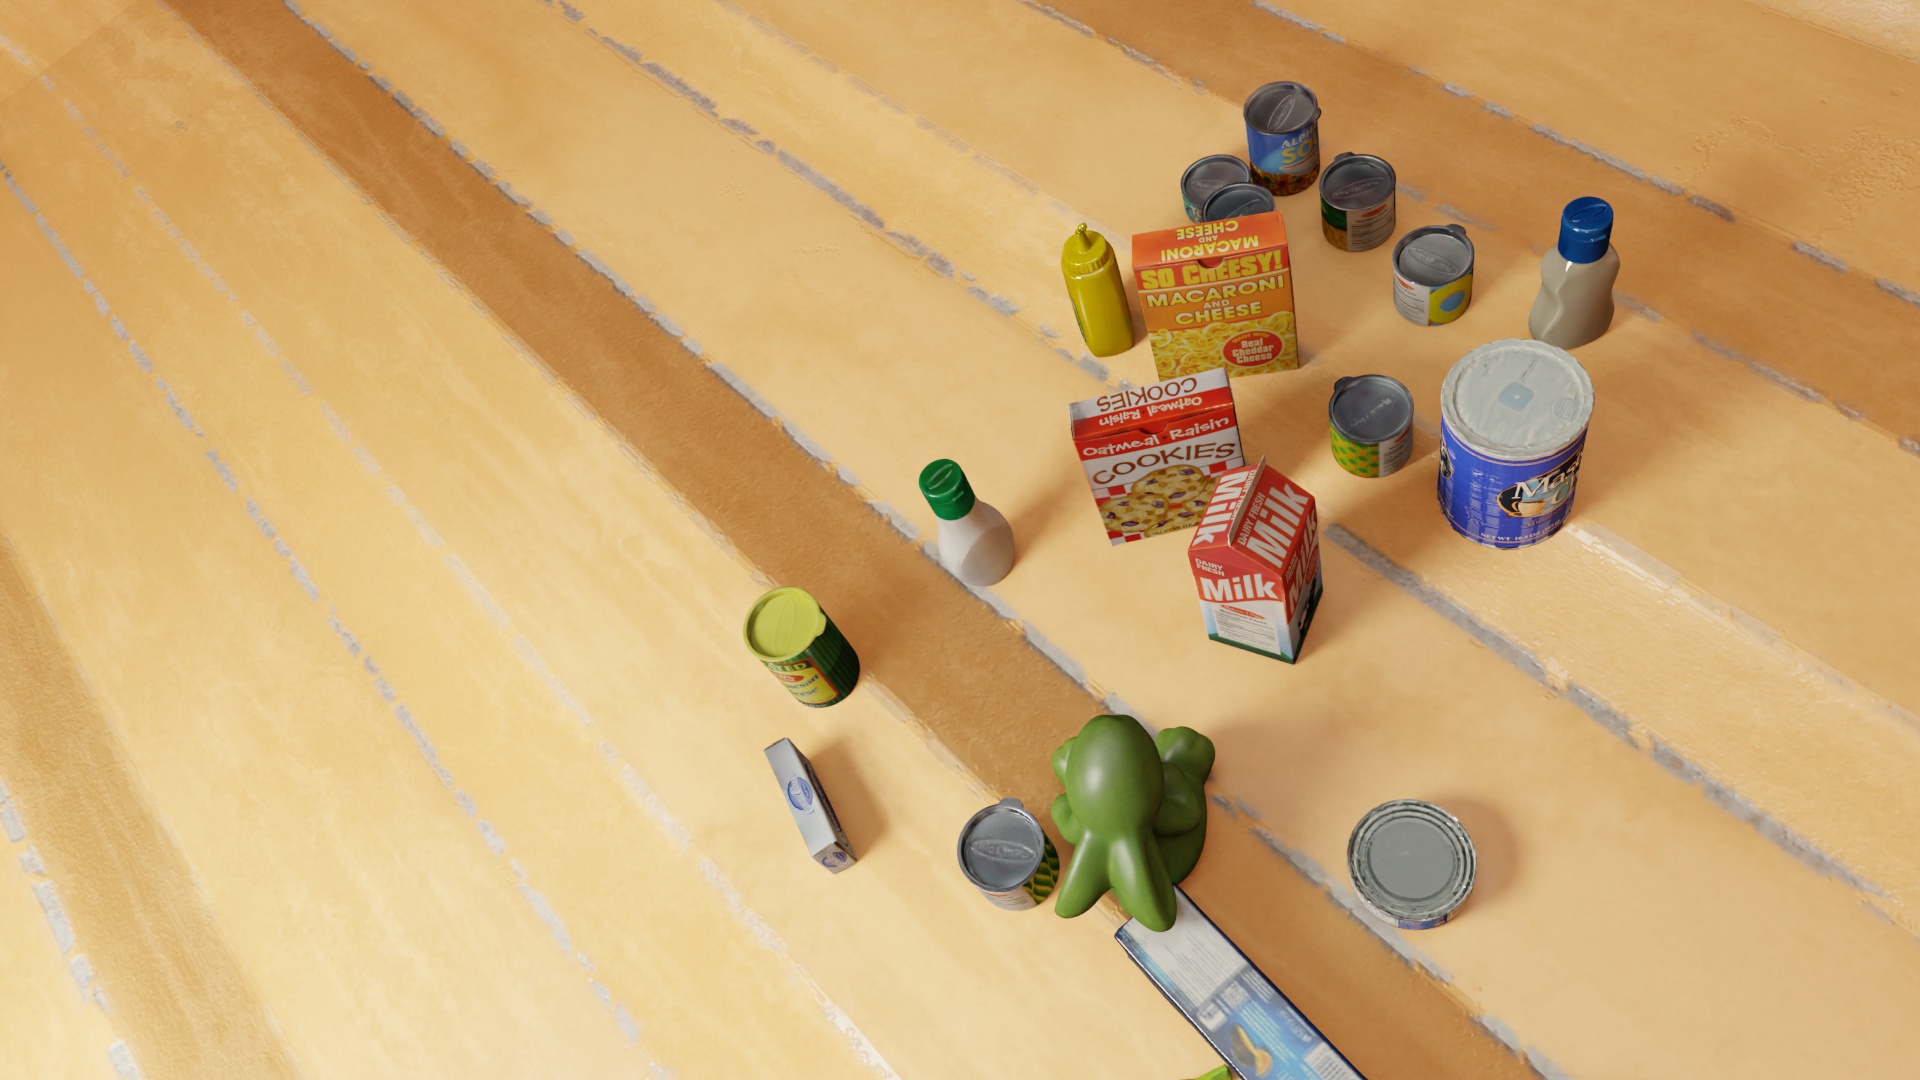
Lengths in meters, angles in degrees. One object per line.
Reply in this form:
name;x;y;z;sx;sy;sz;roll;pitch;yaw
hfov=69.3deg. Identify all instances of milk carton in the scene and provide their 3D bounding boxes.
milk carton;0.220;0.014;1.029;0.073;0.190;0.072;17;67;25

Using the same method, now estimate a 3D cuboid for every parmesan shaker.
parmesan shaker;-0.126;0.090;1.144;0.071;0.102;0.071;-8;59;13

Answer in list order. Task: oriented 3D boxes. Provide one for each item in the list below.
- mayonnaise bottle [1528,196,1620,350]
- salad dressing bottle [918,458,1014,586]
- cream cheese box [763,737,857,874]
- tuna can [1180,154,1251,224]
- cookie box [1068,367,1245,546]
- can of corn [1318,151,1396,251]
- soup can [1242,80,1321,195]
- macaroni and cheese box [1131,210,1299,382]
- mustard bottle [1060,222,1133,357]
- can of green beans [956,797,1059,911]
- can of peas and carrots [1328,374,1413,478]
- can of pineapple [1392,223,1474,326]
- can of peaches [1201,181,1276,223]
mayonnaise bottle;0.490;-0.210;1.102;0.065;0.147;0.041;-21;57;5
salad dressing bottle;0.004;-0.014;1.138;0.064;0.147;0.044;-43;58;-9
cream cheese box;-0.119;0.210;1.101;0.024;0.053;0.104;-31;57;-1
tuna can;0.243;-0.329;1.316;0.071;0.032;0.071;-8;59;13
cookie box;0.163;-0.062;1.105;0.123;0.166;0.040;-13;58;10
can of corn;0.357;-0.305;1.252;0.071;0.058;0.071;-8;59;13
soup can;0.302;-0.372;1.293;0.071;0.083;0.071;-8;59;13
macaroni and cheese box;0.217;-0.198;1.168;0.124;0.166;0.040;-7;59;14
mustard bottle;0.117;-0.227;1.219;0.049;0.159;0.065;-17;58;8
can of green beans;0.037;0.237;1.035;0.071;0.057;0.071;-8;59;13
can of peas and carrots;0.334;-0.094;1.136;0.071;0.058;0.071;-8;59;13
can of pineapple;0.407;-0.227;1.191;0.071;0.057;0.071;-8;59;13
can of peaches;0.258;-0.282;1.269;0.071;0.058;0.071;-8;59;13
